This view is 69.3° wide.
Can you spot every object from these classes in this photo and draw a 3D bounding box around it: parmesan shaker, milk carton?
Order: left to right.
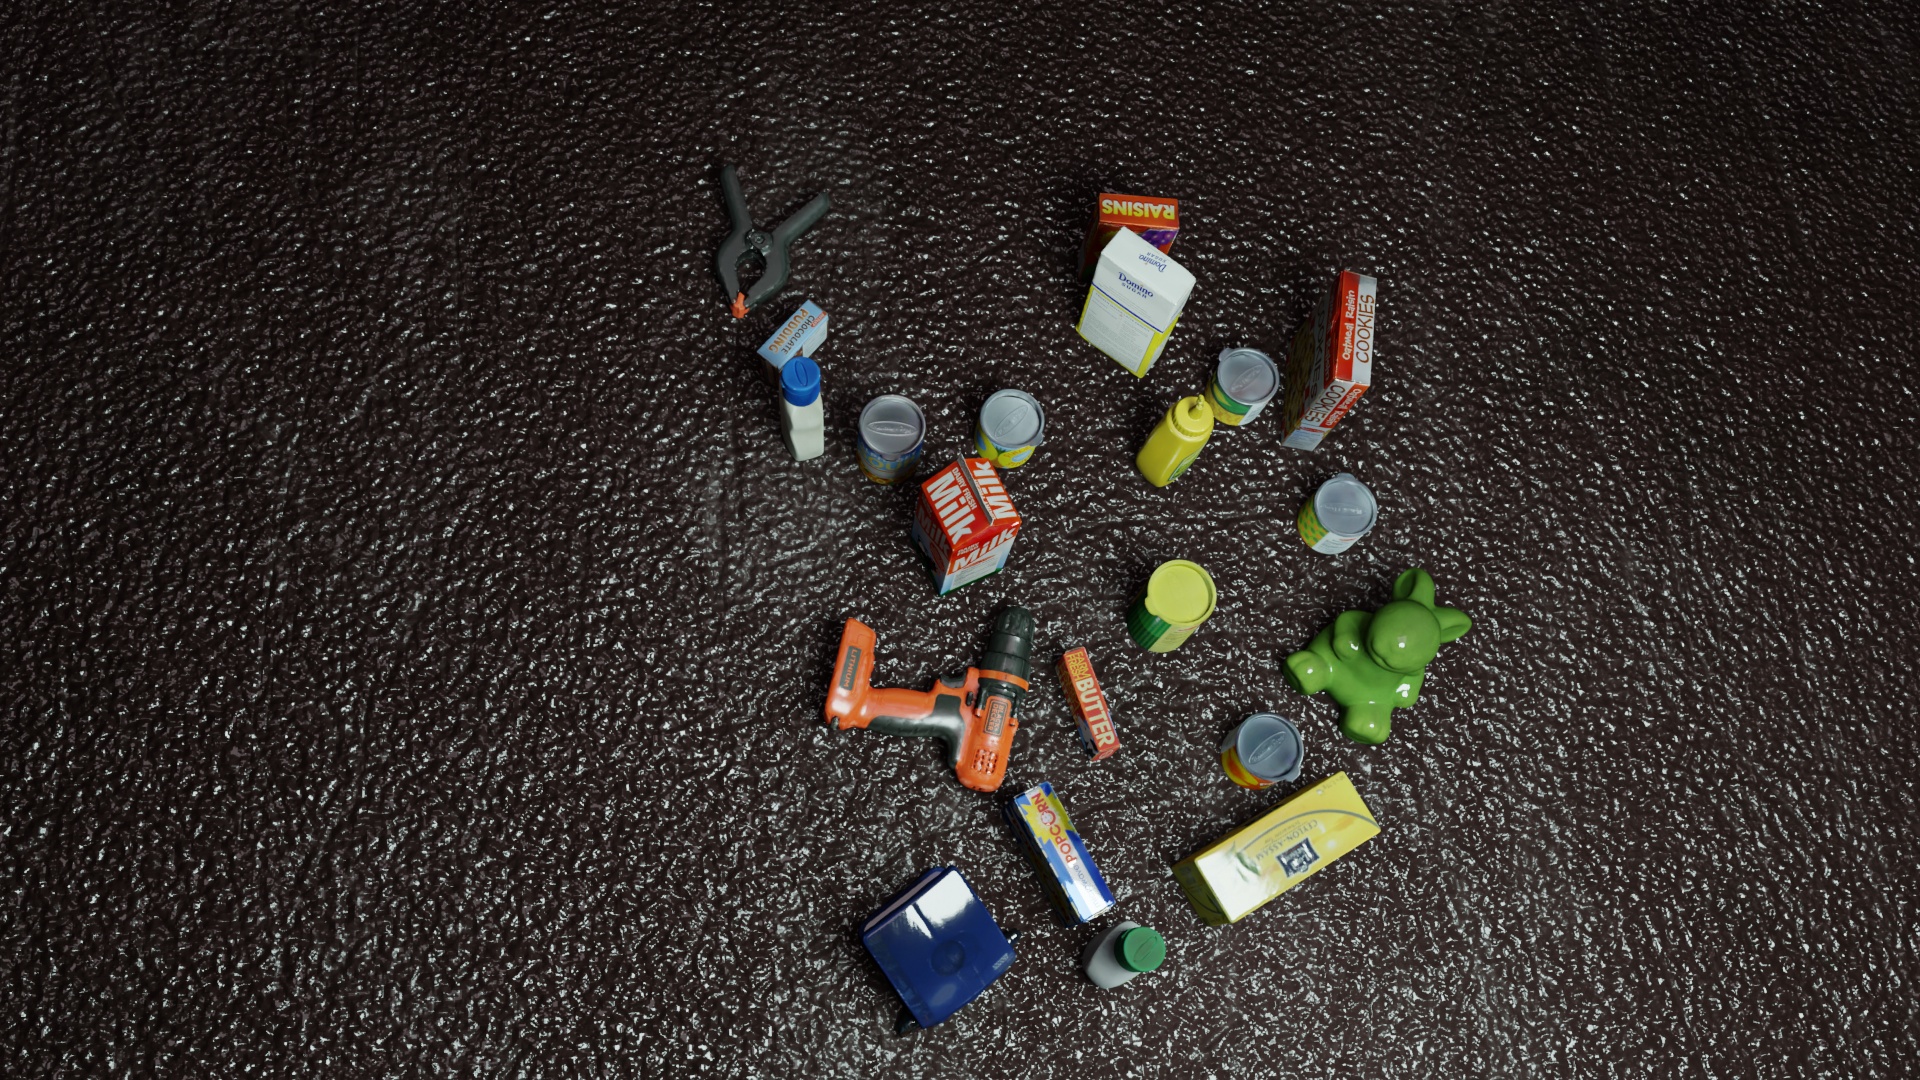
[{"bbox_3d":[0.005,-0.017,1.321,0.073,0.190,0.072,-23,75,-13],"label":"milk carton"},{"bbox_3d":[0.202,0.067,1.361,0.071,0.102,0.071,2,71,-6],"label":"parmesan shaker"}]

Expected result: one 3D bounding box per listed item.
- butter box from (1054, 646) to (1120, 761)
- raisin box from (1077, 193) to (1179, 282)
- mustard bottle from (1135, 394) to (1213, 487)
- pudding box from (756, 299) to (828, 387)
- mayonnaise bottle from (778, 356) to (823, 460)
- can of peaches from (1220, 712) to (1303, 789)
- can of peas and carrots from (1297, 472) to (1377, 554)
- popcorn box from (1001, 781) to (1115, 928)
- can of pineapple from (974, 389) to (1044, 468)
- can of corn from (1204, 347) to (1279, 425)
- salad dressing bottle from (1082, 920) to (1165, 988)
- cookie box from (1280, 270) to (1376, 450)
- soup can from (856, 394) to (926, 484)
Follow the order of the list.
[{"bbox_3d":[0.122,0.159,1.346,0.024,0.053,0.104,-16,73,-11],"label":"butter box"},{"bbox_3d":[0.177,-0.319,1.484,0.086,0.123,0.040,4,71,-5],"label":"raisin box"},{"bbox_3d":[0.221,-0.106,1.393,0.065,0.159,0.049,-40,80,-17],"label":"mustard bottle"},{"bbox_3d":[-0.174,-0.204,1.442,0.030,0.049,0.084,38,71,7],"label":"pudding box"},{"bbox_3d":[-0.156,-0.132,1.367,0.041,0.147,0.065,-16,74,-11],"label":"mayonnaise bottle"},{"bbox_3d":[0.292,0.207,1.345,0.071,0.058,0.071,2,71,-6],"label":"can of peaches"},{"bbox_3d":[0.389,-0.027,1.439,0.071,0.058,0.071,2,71,-6],"label":"can of peas and carrots"},{"bbox_3d":[0.088,0.290,1.278,0.038,0.085,0.127,-26,76,-14],"label":"popcorn box"},{"bbox_3d":[0.050,-0.113,1.431,0.071,0.057,0.071,2,71,-6],"label":"can of pineapple"},{"bbox_3d":[0.296,-0.165,1.477,0.071,0.058,0.071,2,71,-6],"label":"can of corn"},{"bbox_3d":[0.145,0.364,1.225,0.044,0.147,0.064,44,72,9],"label":"salad dressing bottle"},{"bbox_3d":[0.377,-0.183,1.435,0.040,0.167,0.123,10,70,-3],"label":"cookie box"},{"bbox_3d":[-0.071,-0.098,1.398,0.071,0.083,0.071,2,71,-6],"label":"soup can"}]
